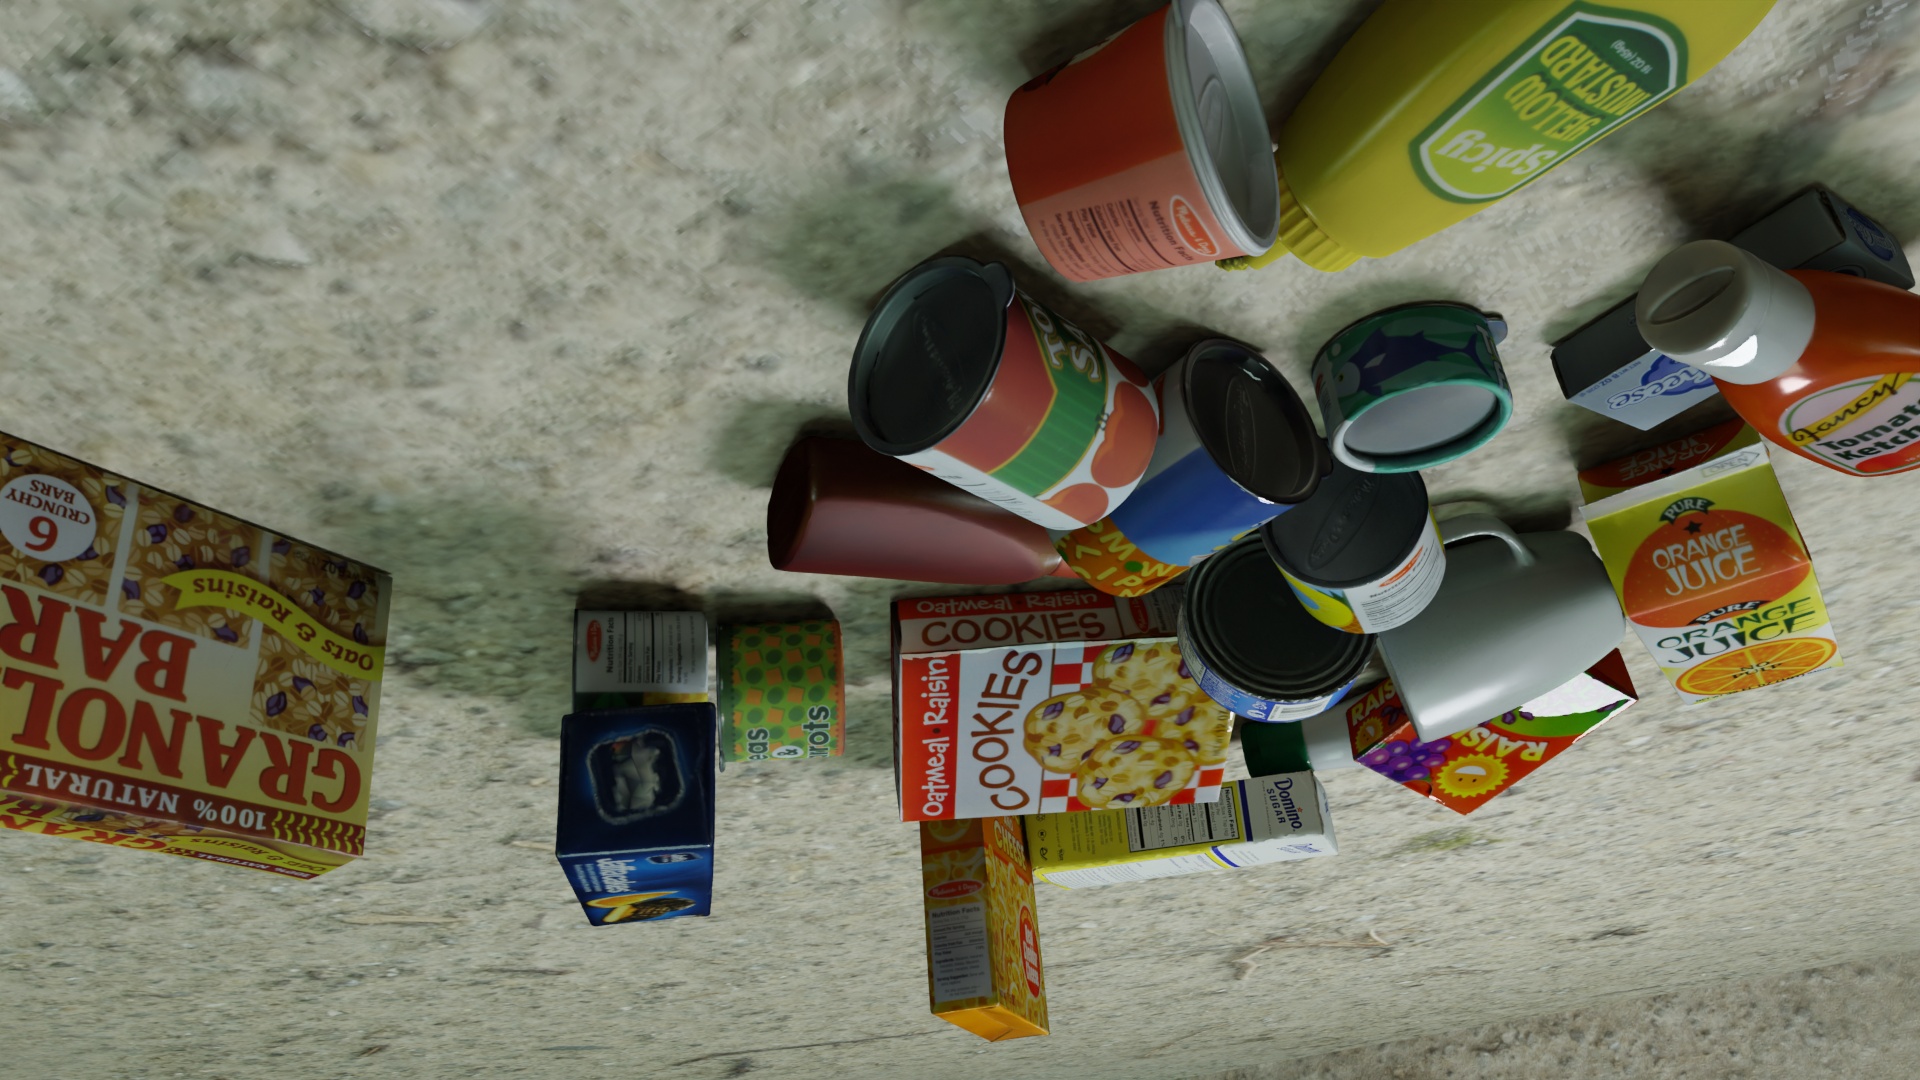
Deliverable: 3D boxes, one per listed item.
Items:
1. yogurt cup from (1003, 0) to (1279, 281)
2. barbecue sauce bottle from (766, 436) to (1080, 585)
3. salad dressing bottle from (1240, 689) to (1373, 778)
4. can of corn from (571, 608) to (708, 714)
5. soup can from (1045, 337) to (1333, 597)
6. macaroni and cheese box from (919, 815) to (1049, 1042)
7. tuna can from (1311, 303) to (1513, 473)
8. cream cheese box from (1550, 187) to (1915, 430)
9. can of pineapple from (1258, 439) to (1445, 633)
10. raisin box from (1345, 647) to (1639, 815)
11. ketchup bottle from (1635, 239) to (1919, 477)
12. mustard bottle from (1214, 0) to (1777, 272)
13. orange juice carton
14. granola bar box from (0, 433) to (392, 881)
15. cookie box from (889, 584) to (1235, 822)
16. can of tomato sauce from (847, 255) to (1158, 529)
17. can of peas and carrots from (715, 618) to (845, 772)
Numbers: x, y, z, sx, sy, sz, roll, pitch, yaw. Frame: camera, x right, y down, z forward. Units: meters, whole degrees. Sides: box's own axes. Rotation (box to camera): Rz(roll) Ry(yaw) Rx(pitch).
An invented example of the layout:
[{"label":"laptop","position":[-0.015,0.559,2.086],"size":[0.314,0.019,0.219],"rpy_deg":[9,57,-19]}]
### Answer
[{"label":"yogurt cup","position":[0.047,-0.101,0.363],"size":[0.054,0.072,0.072],"rpy_deg":[-12,153,29]},{"label":"barbecue sauce bottle","position":[0.002,-0.007,0.552],"size":[0.149,0.044,0.064],"rpy_deg":[6,150,-22]},{"label":"salad dressing bottle","position":[0.244,0.114,0.831],"size":[0.147,0.044,0.064],"rpy_deg":[-14,147,17]},{"label":"can of corn","position":[-0.147,0.066,0.633],"size":[0.058,0.071,0.070],"rpy_deg":[1,151,-15]},{"label":"soup can","position":[0.081,-0.023,0.510],"size":[0.071,0.071,0.083],"rpy_deg":[13,147,-32]},{"label":"macaroni and cheese box","position":[0.011,0.191,0.796],"size":[0.040,0.167,0.123],"rpy_deg":[-12,151,11]},{"label":"tuna can","position":[0.167,-0.055,0.506],"size":[0.071,0.033,0.070],"rpy_deg":[-4,152,-2]},{"label":"cream cheese box","position":[0.271,-0.078,0.492],"size":[0.053,0.024,0.103],"rpy_deg":[12,147,-33]},{"label":"can of pineapple","position":[0.161,-0.002,0.572],"size":[0.071,0.071,0.057],"rpy_deg":[-17,151,19]},{"label":"raisin box","position":[0.281,0.090,0.746],"size":[0.086,0.040,0.122],"rpy_deg":[26,130,-18]},{"label":"ketchup bottle","position":[0.279,-0.060,0.453],"size":[0.149,0.044,0.064],"rpy_deg":[12,147,-31]},{"label":"mustard bottle","position":[0.128,-0.114,0.369],"size":[0.065,0.049,0.159],"rpy_deg":[15,145,-32]},{"label":"orange juice carton","position":[0.331,0.008,0.614],"size":[0.071,0.073,0.192],"rpy_deg":[-22,148,28]},{"label":"granola bar box","position":[-0.295,0.047,0.506],"size":[0.039,0.125,0.165],"rpy_deg":[-23,147,27]},{"label":"cookie box","position":[0.050,0.081,0.690],"size":[0.168,0.040,0.122],"rpy_deg":[-3,129,-6]},{"label":"can of tomato sauce","position":[0.017,-0.047,0.456],"size":[0.071,0.071,0.083],"rpy_deg":[-27,146,34]},{"label":"can of peas and carrots","position":[-0.085,0.073,0.655],"size":[0.059,0.071,0.070],"rpy_deg":[-2,152,-8]}]
